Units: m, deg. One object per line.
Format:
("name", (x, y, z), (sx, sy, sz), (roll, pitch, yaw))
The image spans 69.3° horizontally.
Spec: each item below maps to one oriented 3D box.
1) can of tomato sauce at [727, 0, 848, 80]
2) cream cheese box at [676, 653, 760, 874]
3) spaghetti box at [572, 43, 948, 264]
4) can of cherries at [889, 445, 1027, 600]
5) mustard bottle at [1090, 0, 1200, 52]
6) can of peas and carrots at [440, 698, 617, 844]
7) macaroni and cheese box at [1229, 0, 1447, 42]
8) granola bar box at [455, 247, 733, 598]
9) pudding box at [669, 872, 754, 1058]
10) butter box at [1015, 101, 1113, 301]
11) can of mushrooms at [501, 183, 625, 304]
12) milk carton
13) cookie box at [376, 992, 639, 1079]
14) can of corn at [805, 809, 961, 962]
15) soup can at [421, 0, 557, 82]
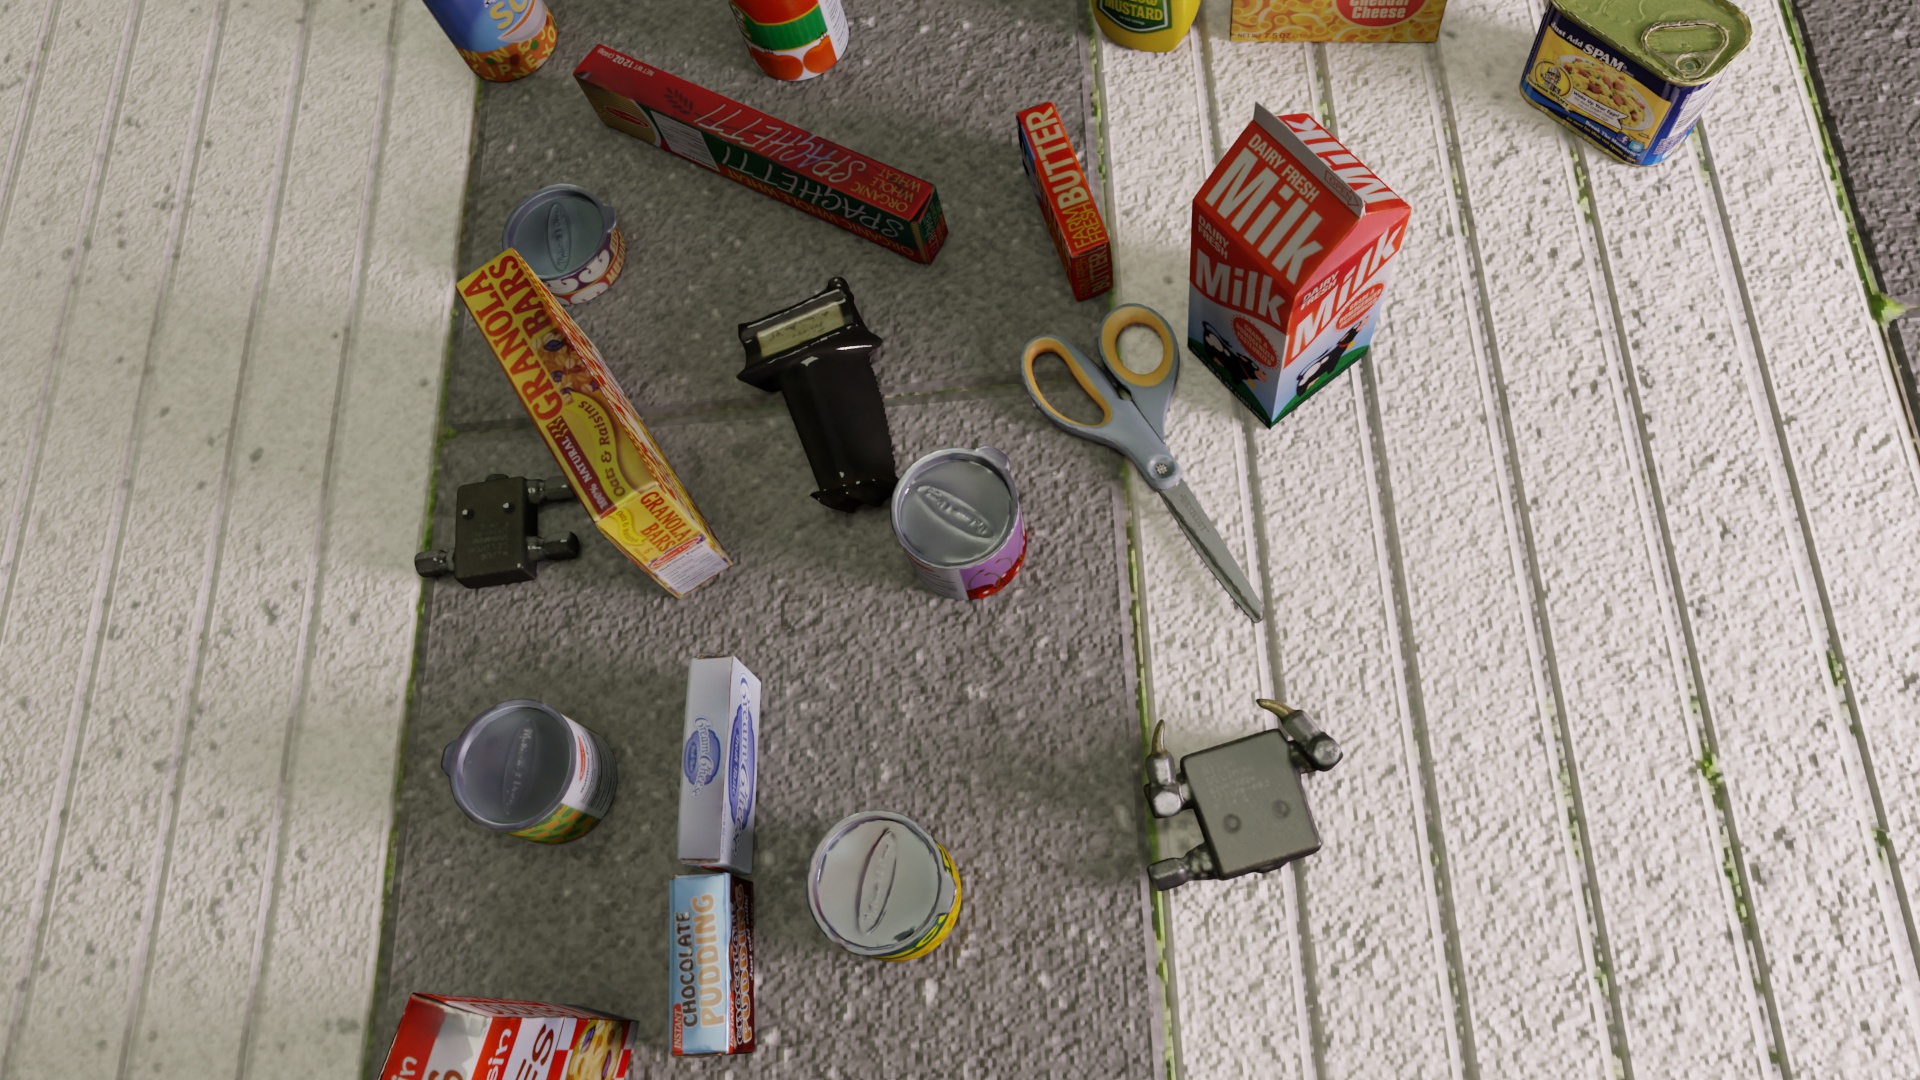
("can of tomato sauce", (-0.111, -0.335, 0.855), (0.071, 0.083, 0.071), (-3, 70, 7))
("cream cheese box", (-0.122, 0.114, 0.704), (0.024, 0.053, 0.104), (-3, 69, 7))
("spaghetti box", (-0.121, -0.233, 0.835), (0.250, 0.050, 0.029), (27, 76, 17))
("can of cherries", (0.003, -0.009, 0.729), (0.071, 0.058, 0.072), (-3, 70, 7))
("mustard bottle", (0.105, -0.345, 0.785), (0.065, 0.159, 0.049), (19, 74, 15))
("can of peas and carrots", (-0.220, 0.120, 0.713), (0.071, 0.058, 0.071), (-3, 70, 7))
("macaroni and cheese box", (0.215, -0.344, 0.766), (0.124, 0.166, 0.040), (3, 71, 10))
("granola bar box", (-0.194, -0.059, 0.741), (0.039, 0.124, 0.166), (-34, 69, -4))
("pudding box", (-0.120, 0.205, 0.671), (0.030, 0.049, 0.084), (-6, 69, 6))
("butter box", (0.060, -0.193, 0.793), (0.024, 0.053, 0.104), (-19, 68, 1))
("can of mushrooms", (-0.237, -0.179, 0.841), (0.071, 0.033, 0.071), (-3, 69, 7))
("milk carton", (0.162, -0.136, 0.682), (0.073, 0.190, 0.072), (-38, 69, -6))
("cookie box", (-0.203, 0.264, 0.598), (0.040, 0.167, 0.123), (10, 72, 12))
("can of corn", (-0.033, 0.168, 0.668), (0.071, 0.058, 0.071), (-3, 70, 7))
("soup can", (-0.302, -0.345, 0.886), (0.071, 0.083, 0.071), (-3, 70, 7))
